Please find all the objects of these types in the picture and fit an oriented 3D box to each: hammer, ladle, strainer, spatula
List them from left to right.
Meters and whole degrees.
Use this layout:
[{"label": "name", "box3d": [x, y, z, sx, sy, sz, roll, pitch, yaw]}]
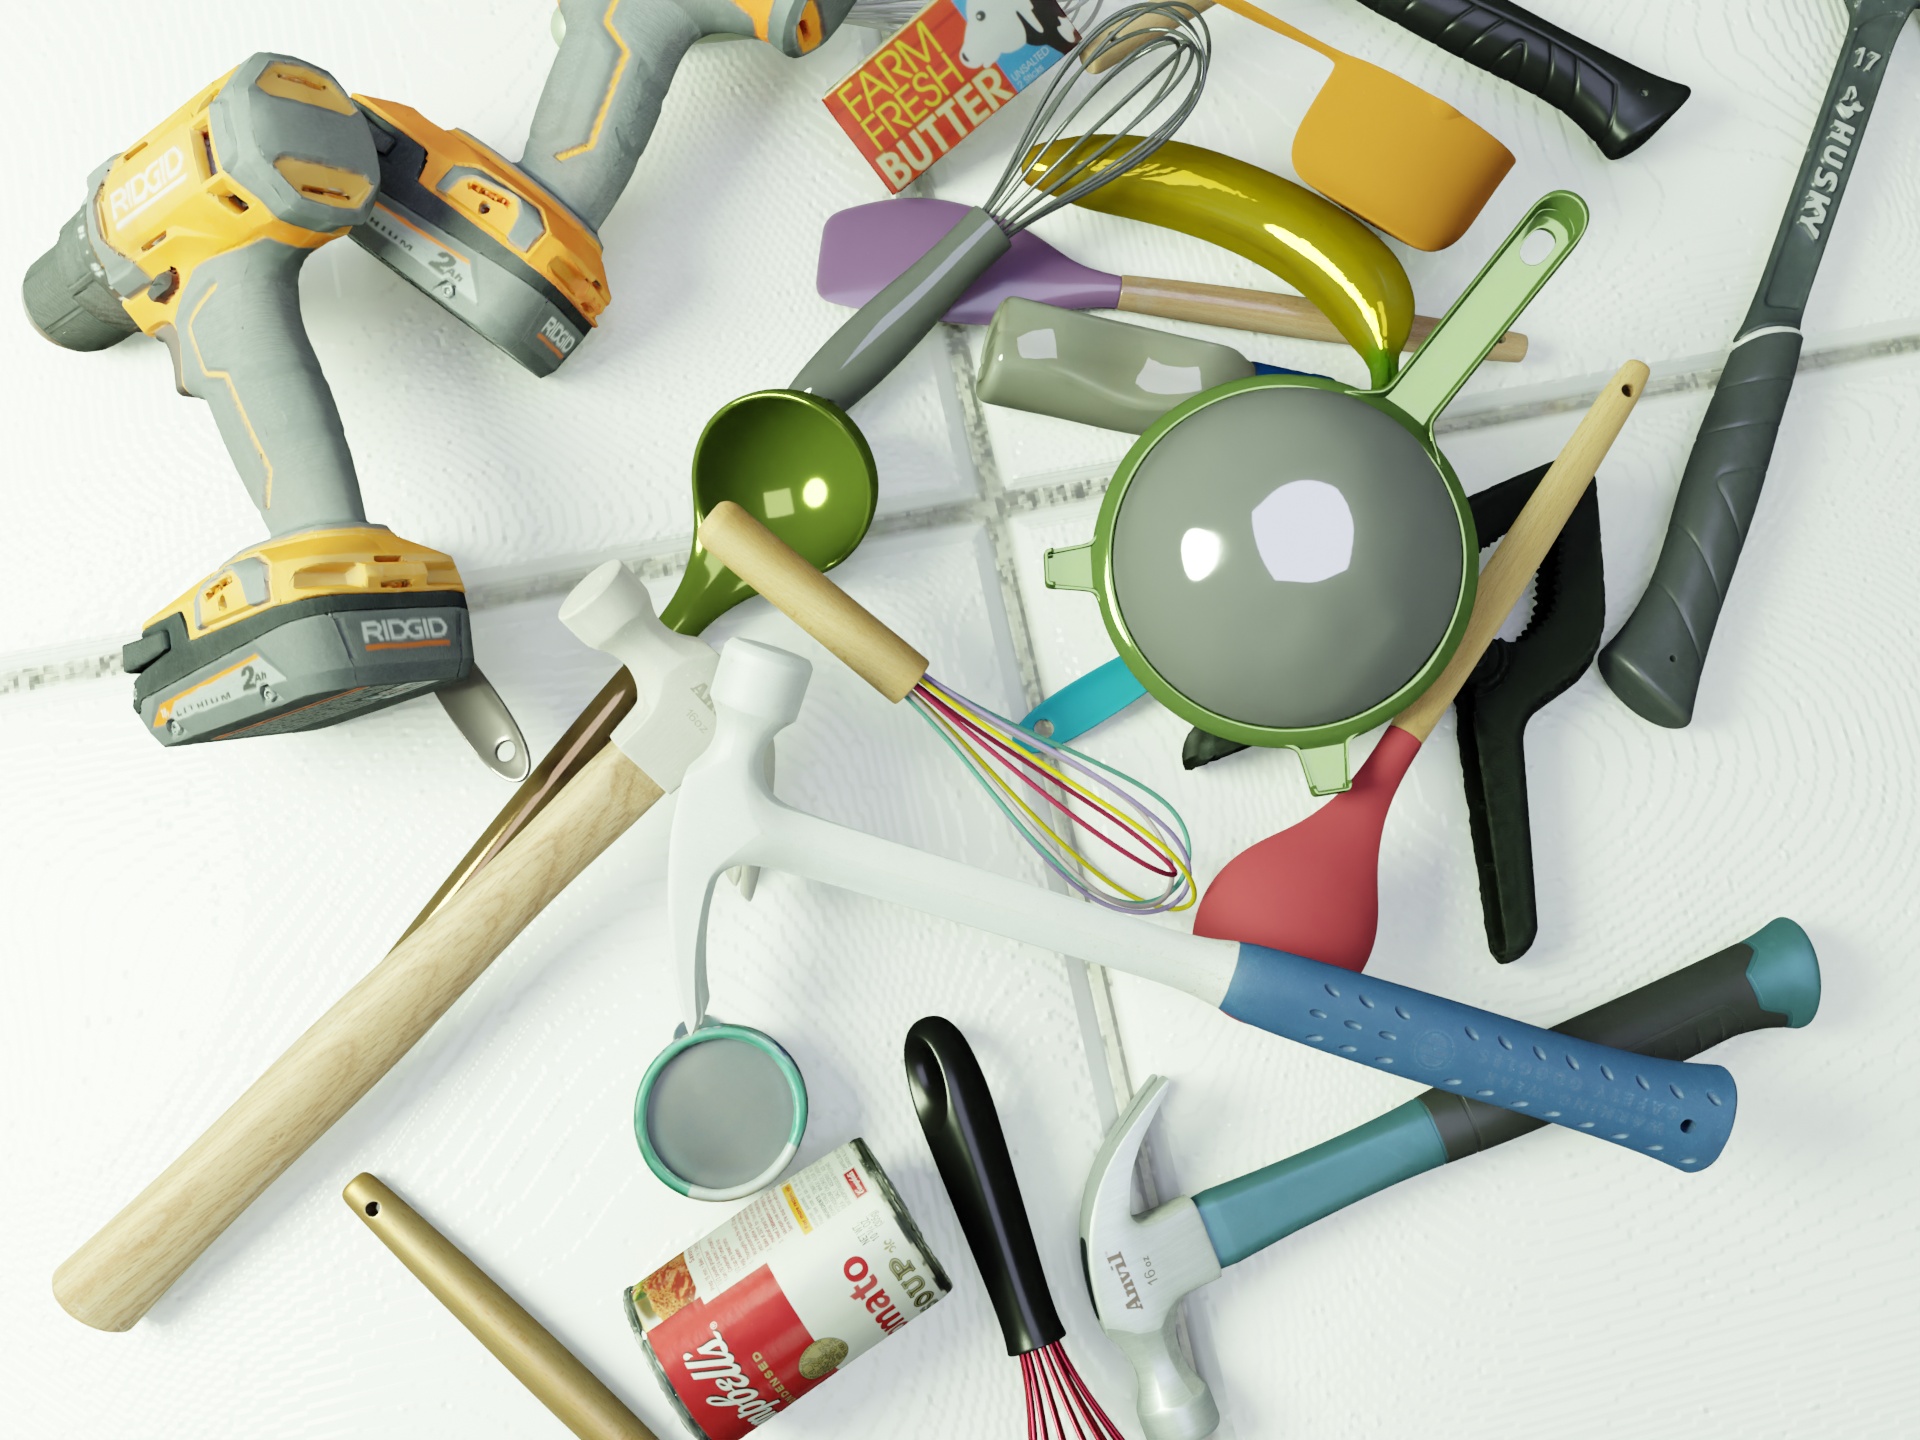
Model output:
[{"label": "hammer", "box3d": [-0.201, 0.099, 0.595, 0.331, 0.031, 0.130, -45, 117, -4]}, {"label": "ladle", "box3d": [-0.145, 0.002, 0.626, 0.078, 0.062, 0.320, 37, 81, -1]}, {"label": "spatula", "box3d": [0.095, -0.187, 0.701, 0.316, 0.018, 0.060, 8, 75, -3]}, {"label": "hammer", "box3d": [0.087, 0.097, 0.593, 0.405, 0.035, 0.144, 17, 95, -2]}, {"label": "hammer", "box3d": [0.181, -0.355, 0.732, 0.335, 0.035, 0.146, 28, 79, 0]}, {"label": "strainer", "box3d": [0.159, -0.107, 0.602, 0.151, 0.069, 0.256, 39, 90, 7]}, {"label": "ladle", "box3d": [0.193, -0.015, 0.638, 0.069, 0.031, 0.315, 33, 84, 1]}, {"label": "hammer", "box3d": [0.201, 0.161, 0.638, 0.331, 0.033, 0.128, -21, 83, -9]}, {"label": "hammer", "box3d": [0.374, -0.186, 0.719, 0.149, 0.036, 0.409, 23, 79, -2]}]

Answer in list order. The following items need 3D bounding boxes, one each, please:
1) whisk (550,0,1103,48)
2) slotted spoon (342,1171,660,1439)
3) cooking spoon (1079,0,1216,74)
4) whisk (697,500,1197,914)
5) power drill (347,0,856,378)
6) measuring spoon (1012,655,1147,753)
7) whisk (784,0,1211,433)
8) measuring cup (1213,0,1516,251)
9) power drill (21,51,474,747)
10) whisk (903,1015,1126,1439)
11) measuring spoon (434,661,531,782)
[{"label": "whisk", "box3d": [-0.057, -0.315, 0.701, 0.246, 0.059, 0.058, -7, 44, -3]}, {"label": "slotted spoon", "box3d": [-0.113, 0.277, 0.591, 0.314, 0.031, 0.070, 41, 78, 5]}, {"label": "cooking spoon", "box3d": [0.182, -0.372, 0.708, 0.319, 0.017, 0.069, -35, 84, -10]}, {"label": "whisk", "box3d": [0.000, -0.003, 0.619, 0.245, 0.047, 0.051, 39, 89, -10]}, {"label": "power drill", "box3d": [-0.163, -0.274, 0.645, 0.164, 0.084, 0.226, 37, 89, 2]}, {"label": "measuring spoon", "box3d": [0.077, -0.022, 0.673, 0.128, 0.021, 0.042, -31, 83, -1]}, {"label": "whisk", "box3d": [0.012, -0.206, 0.663, 0.239, 0.055, 0.055, -44, 86, 5]}, {"label": "measuring cup", "box3d": [0.149, -0.260, 0.681, 0.173, 0.095, 0.052, 28, 109, -4]}, {"label": "power drill", "box3d": [-0.280, -0.108, 0.600, 0.185, 0.084, 0.226, -14, 88, 33]}, {"label": "whisk", "box3d": [0.035, 0.252, 0.593, 0.073, 0.073, 0.296, -18, 76, -8]}, {"label": "measuring spoon", "box3d": [-0.202, -0.022, 0.631, 0.034, 0.018, 0.124, -39, 71, 1]}]
